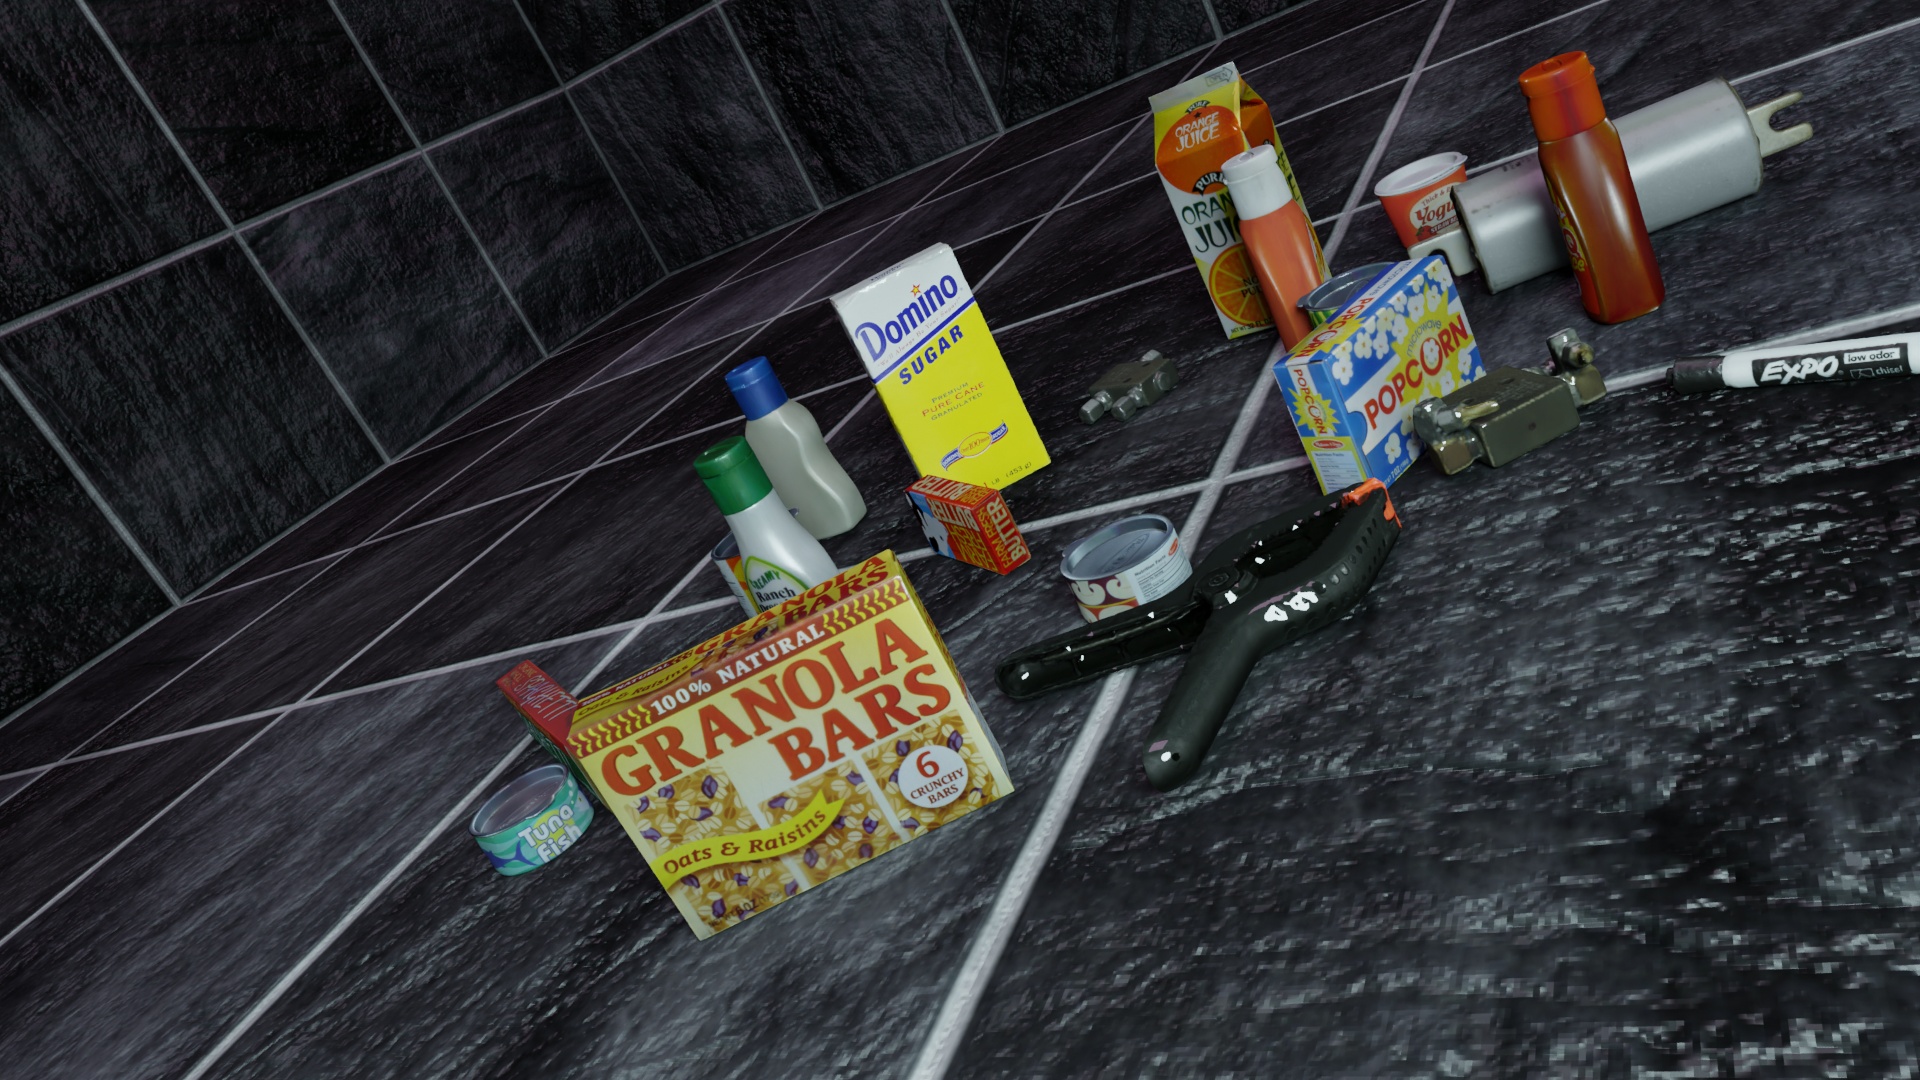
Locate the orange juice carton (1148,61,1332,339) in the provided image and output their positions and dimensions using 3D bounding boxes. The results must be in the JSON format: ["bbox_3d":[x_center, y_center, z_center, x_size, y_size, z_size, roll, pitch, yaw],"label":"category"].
[{"bbox_3d":[0.209,-0.257,1.047,0.071,0.192,0.073,-13,24,35],"label":"orange juice carton"}]

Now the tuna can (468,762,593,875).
[{"bbox_3d":[-0.253,0.166,0.825,0.071,0.032,0.071,-24,20,9],"label":"tuna can"}]

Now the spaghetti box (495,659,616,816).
[{"bbox_3d":[-0.252,0.125,0.898,0.029,0.050,0.250,-36,22,-22],"label":"spaghetti box"}]

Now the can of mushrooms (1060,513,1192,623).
[{"bbox_3d":[0.090,0.016,0.762,0.071,0.033,0.071,-24,20,9],"label":"can of mushrooms"}]

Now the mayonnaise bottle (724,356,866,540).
[{"bbox_3d":[-0.132,-0.071,1.083,0.064,0.147,0.041,-13,24,35],"label":"mayonnaise bottle"}]

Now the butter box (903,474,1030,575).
[{"bbox_3d":[0.003,-0.011,0.908,0.024,0.053,0.103,-34,21,-19],"label":"butter box"}]

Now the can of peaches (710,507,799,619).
[{"bbox_3d":[-0.135,0.017,1.003,0.071,0.058,0.071,-24,20,9],"label":"can of peaches"}]

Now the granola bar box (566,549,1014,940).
[{"bbox_3d":[-0.076,0.095,0.644,0.165,0.124,0.039,-26,20,3],"label":"granola bar box"}]

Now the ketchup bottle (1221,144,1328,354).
[{"bbox_3d":[0.218,-0.190,0.936,0.043,0.148,0.065,-22,20,14],"label":"ketchup bottle"}]

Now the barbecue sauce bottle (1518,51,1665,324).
[{"bbox_3d":[0.357,-0.200,0.788,0.043,0.148,0.065,-19,21,22],"label":"barbecue sauce bottle"}]

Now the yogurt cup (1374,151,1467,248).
[{"bbox_3d":[0.359,-0.259,1.066,0.072,0.053,0.073,-24,20,9],"label":"yogurt cup"}]

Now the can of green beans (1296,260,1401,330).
[{"bbox_3d":[0.261,-0.138,0.889,0.071,0.057,0.071,-24,20,9],"label":"can of green beans"}]

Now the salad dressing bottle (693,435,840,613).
[{"bbox_3d":[-0.118,0.005,0.881,0.064,0.147,0.044,-10,26,39],"label":"salad dressing bottle"}]

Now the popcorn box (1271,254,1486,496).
[{"bbox_3d":[0.235,-0.091,0.767,0.127,0.085,0.038,-39,23,-30],"label":"popcorn box"}]
